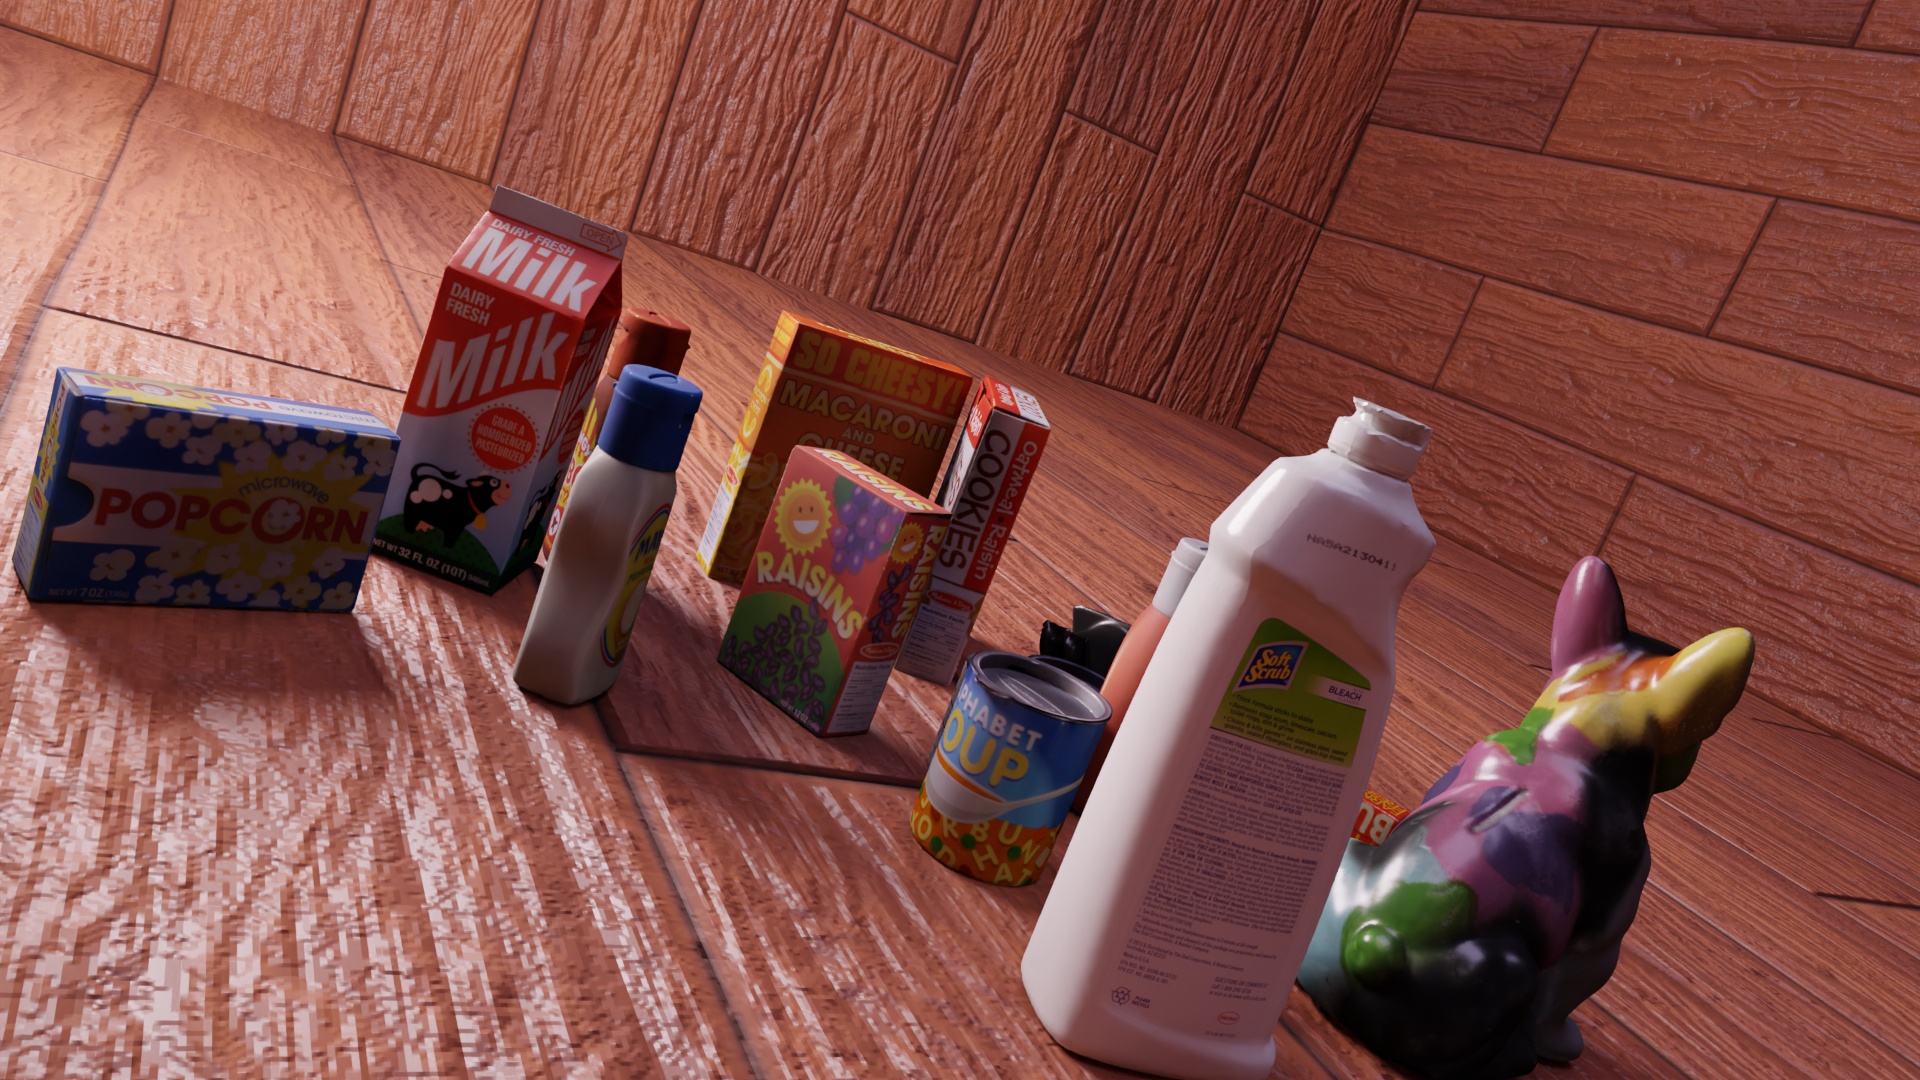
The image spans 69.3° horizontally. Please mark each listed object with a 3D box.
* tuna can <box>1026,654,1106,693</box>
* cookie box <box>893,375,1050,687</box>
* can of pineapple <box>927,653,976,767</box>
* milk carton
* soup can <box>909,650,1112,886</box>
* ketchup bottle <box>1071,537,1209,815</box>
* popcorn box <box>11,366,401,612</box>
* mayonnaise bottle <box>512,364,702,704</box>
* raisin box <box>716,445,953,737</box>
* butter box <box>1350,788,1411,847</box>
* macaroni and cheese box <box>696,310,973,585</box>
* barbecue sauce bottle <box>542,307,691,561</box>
[{"bbox_3d":[0.063,0.097,0.814,0.071,0.032,0.071,20,13,-5],"label":"tuna can"},{"bbox_3d":[0.003,-0.011,0.856,0.040,0.167,0.123,20,13,-7],"label":"cookie box"},{"bbox_3d":[0.025,0.097,0.695,0.071,0.057,0.071,20,13,-5],"label":"can of pineapple"},{"bbox_3d":[-0.230,-0.077,0.705,0.072,0.190,0.073,21,12,-4],"label":"milk carton"},{"bbox_3d":[0.019,0.100,0.616,0.071,0.083,0.071,20,13,-5],"label":"soup can"},{"bbox_3d":[0.101,0.072,0.715,0.043,0.148,0.065,30,15,33],"label":"ketchup bottle"},{"bbox_3d":[-0.307,-0.018,0.574,0.038,0.085,0.127,32,16,39],"label":"popcorn box"},{"bbox_3d":[-0.154,-0.003,0.618,0.041,0.147,0.065,22,12,4],"label":"mayonnaise bottle"},{"bbox_3d":[-0.065,0.025,0.702,0.086,0.123,0.040,30,15,35],"label":"raisin box"},{"bbox_3d":[0.189,0.148,0.763,0.103,0.053,0.024,30,15,33],"label":"butter box"},{"bbox_3d":[-0.080,-0.046,0.870,0.124,0.166,0.040,15,14,-28],"label":"macaroni and cheese box"},{"bbox_3d":[-0.188,-0.053,0.766,0.044,0.148,0.065,14,14,-30],"label":"barbecue sauce bottle"}]
